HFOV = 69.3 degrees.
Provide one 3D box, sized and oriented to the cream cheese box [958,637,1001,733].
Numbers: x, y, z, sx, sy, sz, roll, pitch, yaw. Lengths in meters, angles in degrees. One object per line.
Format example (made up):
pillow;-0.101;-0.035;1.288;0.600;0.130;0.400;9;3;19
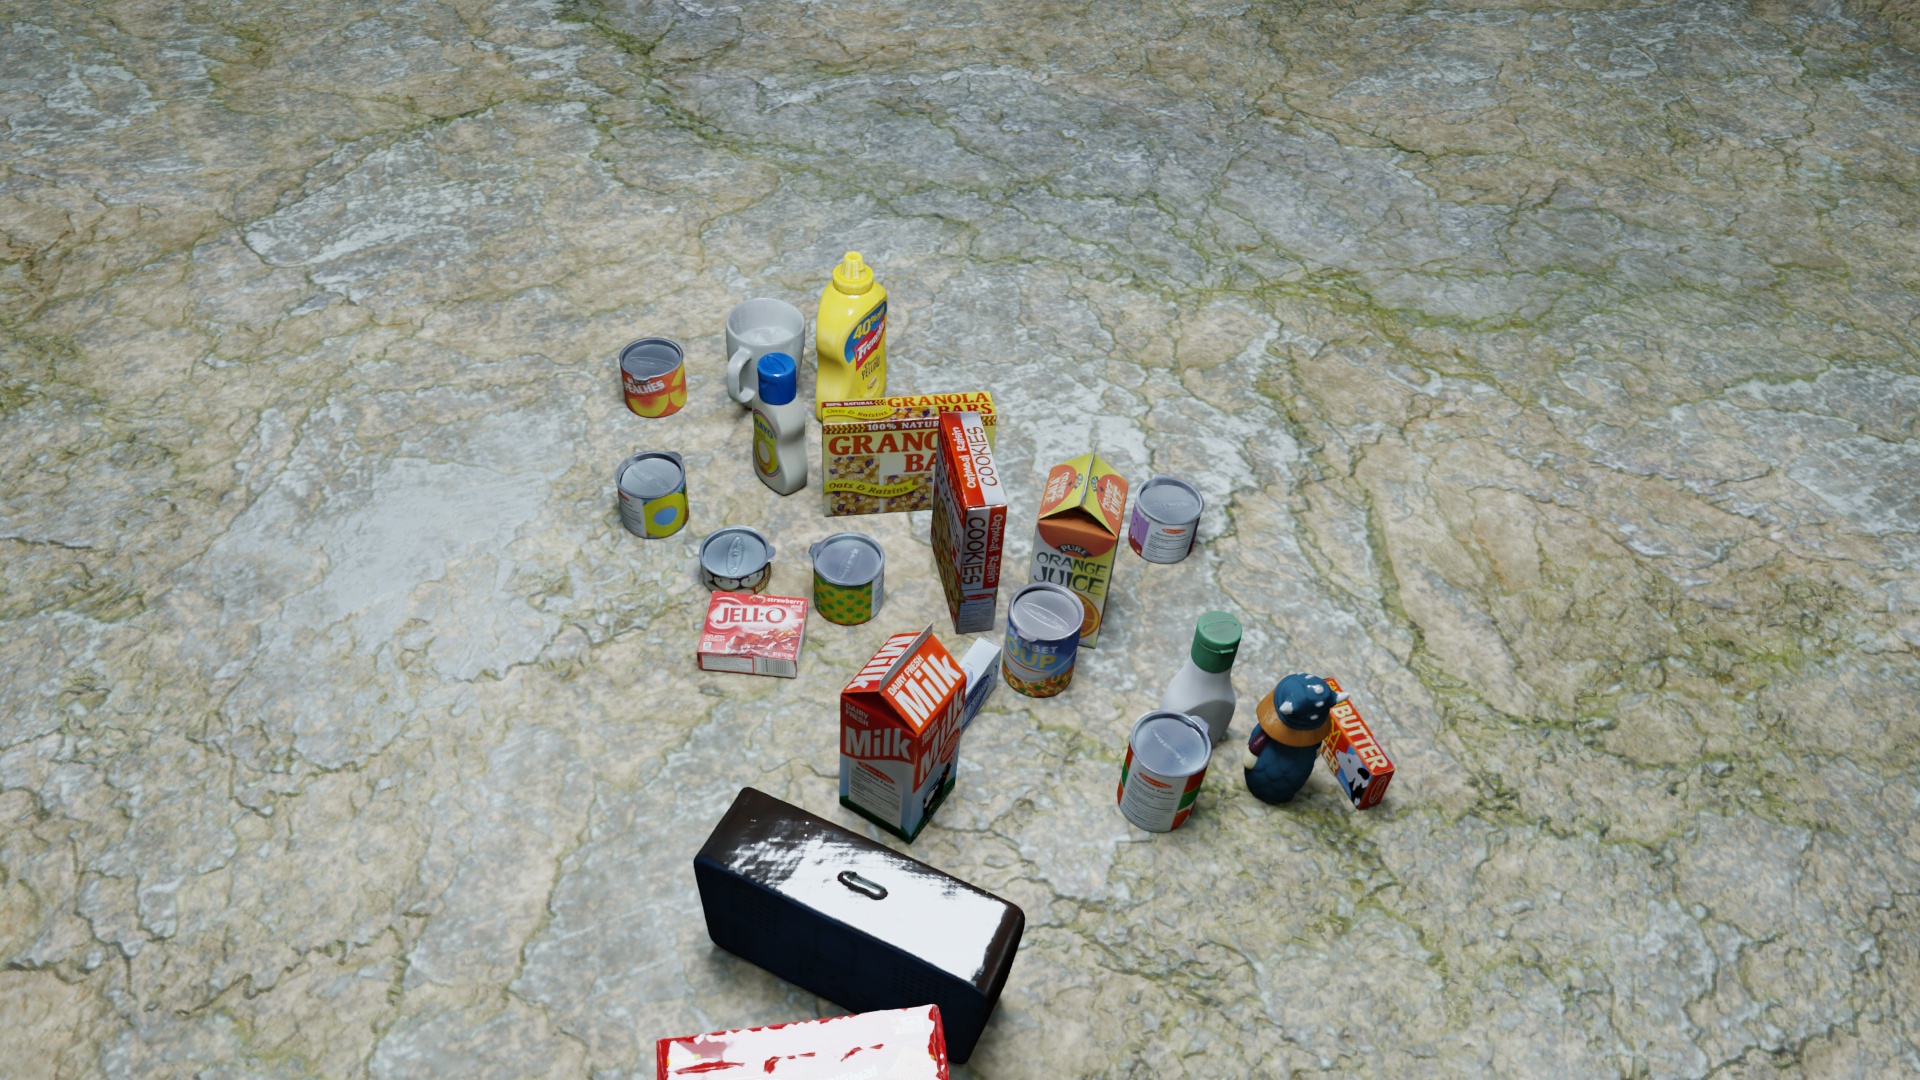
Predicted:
cream cheese box;0.000;0.137;1.196;0.024;0.053;0.104;24;49;18

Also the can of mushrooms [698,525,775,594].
can of mushrooms;-0.209;0.021;1.304;0.071;0.033;0.071;3;46;-3

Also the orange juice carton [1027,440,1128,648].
orange juice carton;0.103;0.003;1.238;0.073;0.191;0.072;12;46;7

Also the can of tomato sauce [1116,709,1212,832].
can of tomato sauce;0.167;0.188;1.140;0.071;0.082;0.071;2;46;-2

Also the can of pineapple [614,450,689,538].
can of pineapple;-0.295;-0.045;1.343;0.071;0.057;0.071;3;46;-2

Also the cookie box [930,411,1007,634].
cookie box;0.005;-0.016;1.265;0.040;0.166;0.123;-6;47;-11

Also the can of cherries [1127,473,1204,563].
can of cherries;0.201;-0.022;1.363;0.071;0.058;0.072;3;46;-2

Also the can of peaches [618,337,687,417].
can of peaches;-0.323;-0.170;1.461;0.071;0.057;0.071;3;46;-2

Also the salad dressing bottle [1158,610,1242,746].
salad dressing bottle;0.205;0.119;1.165;0.064;0.146;0.044;-8;47;-12

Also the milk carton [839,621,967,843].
milk carton;-0.046;0.146;1.089;0.073;0.189;0.073;26;50;19

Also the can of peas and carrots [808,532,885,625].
can of peas and carrots;-0.105;0.035;1.281;0.071;0.058;0.071;3;46;-2

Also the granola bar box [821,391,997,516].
granola bar box;-0.053;-0.085;1.356;0.166;0.123;0.039;-4;47;-9

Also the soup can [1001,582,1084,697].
soup can;0.070;0.090;1.226;0.071;0.083;0.072;2;46;-2

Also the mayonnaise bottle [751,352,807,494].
mayonnaise bottle;-0.178;-0.116;1.359;0.041;0.147;0.065;-30;55;-29

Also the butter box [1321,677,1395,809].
butter box;0.330;0.173;1.190;0.024;0.052;0.104;-12;48;-16
